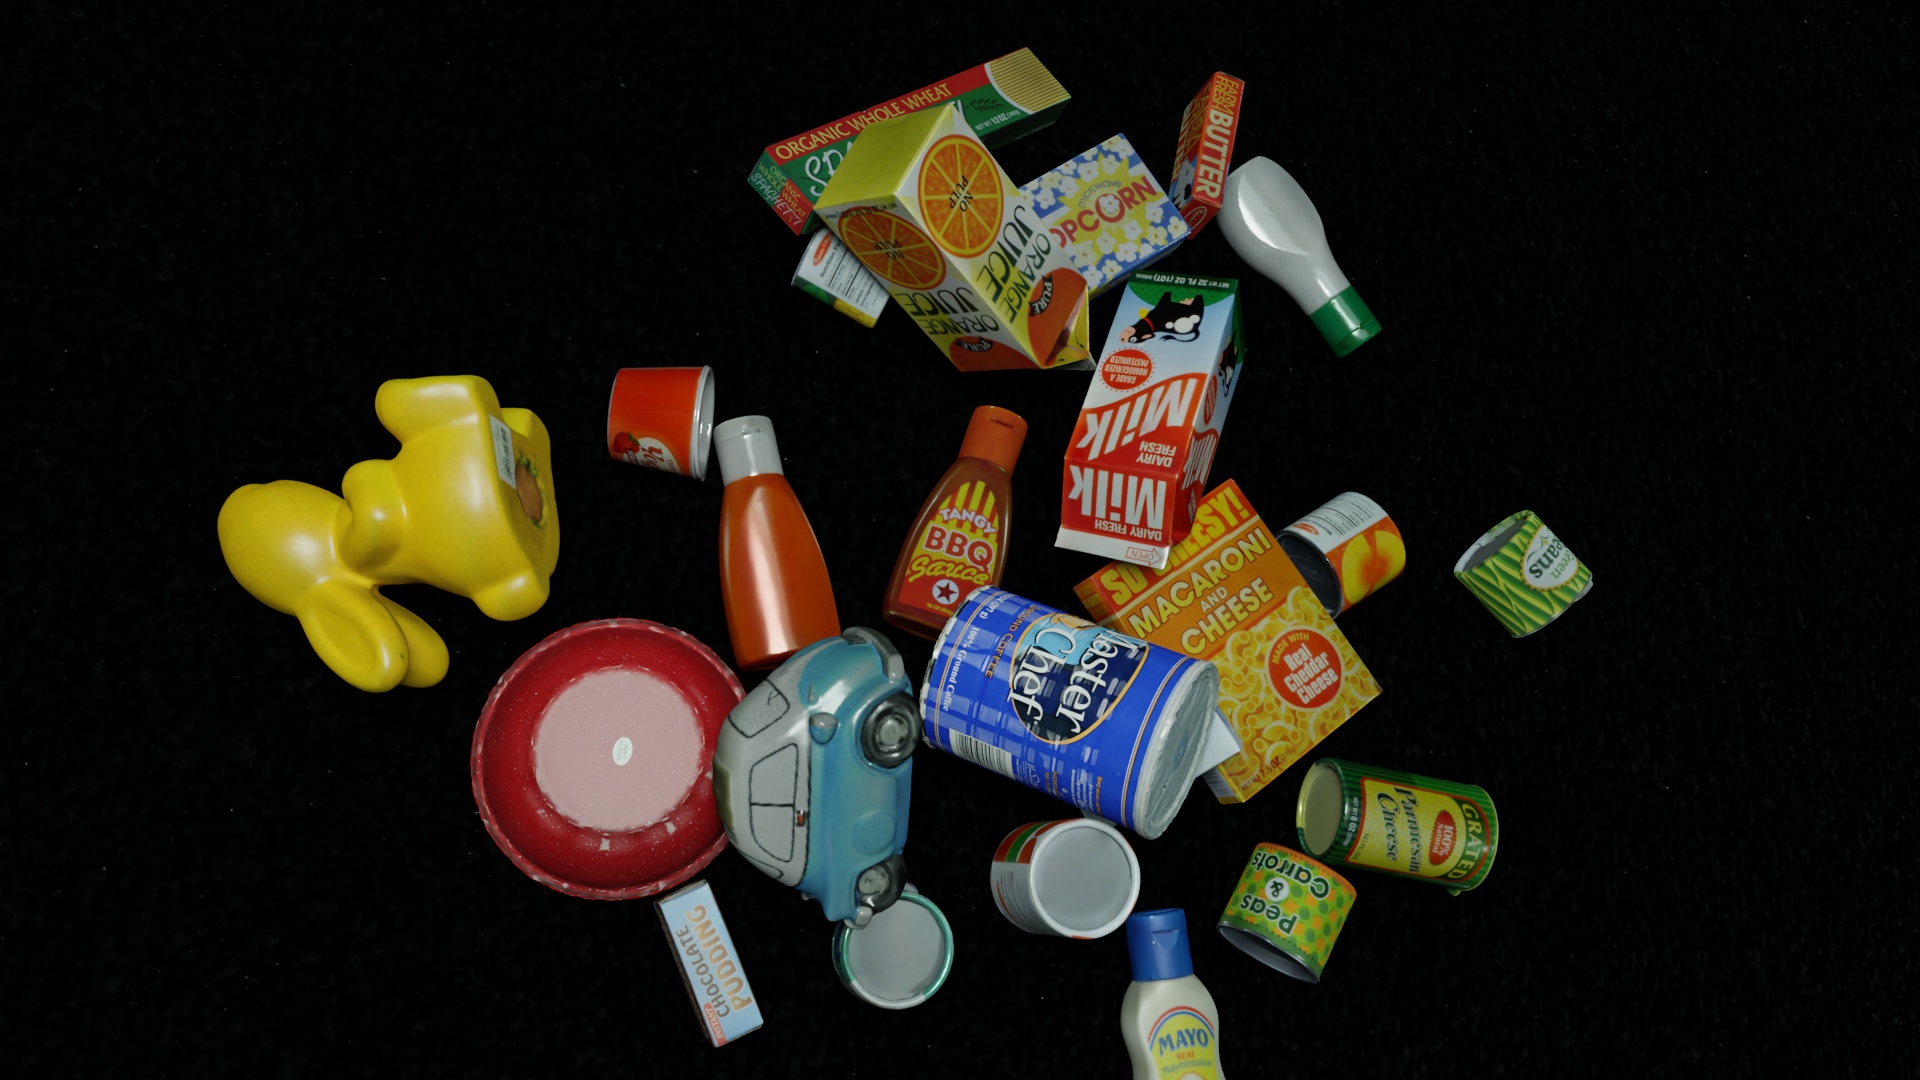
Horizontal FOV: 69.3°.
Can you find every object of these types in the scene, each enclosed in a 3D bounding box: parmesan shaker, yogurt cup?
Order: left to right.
[{"bbox_3d":[-0.177,-0.072,0.823,0.054,0.072,0.072,6,75,-4],"label":"yogurt cup"},{"bbox_3d":[0.270,0.179,0.866,0.103,0.071,0.071,12,74,-10],"label":"parmesan shaker"}]

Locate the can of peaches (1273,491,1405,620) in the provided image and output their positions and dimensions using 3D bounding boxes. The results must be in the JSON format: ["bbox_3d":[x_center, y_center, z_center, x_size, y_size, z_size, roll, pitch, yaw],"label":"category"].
[{"bbox_3d":[0.246,0.011,0.904,0.058,0.071,0.071,-30,85,-19],"label":"can of peaches"}]

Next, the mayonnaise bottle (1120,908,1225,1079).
[{"bbox_3d":[0.124,0.294,0.813,0.065,0.041,0.148,-5,78,-13],"label":"mayonnaise bottle"}]

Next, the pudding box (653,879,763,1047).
[{"bbox_3d":[-0.139,0.230,0.761,0.030,0.049,0.084,-21,82,-19],"label":"pudding box"}]

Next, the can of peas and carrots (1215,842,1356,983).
[{"bbox_3d":[0.195,0.222,0.834,0.071,0.070,0.059,33,70,-4],"label":"can of peas and carrots"}]

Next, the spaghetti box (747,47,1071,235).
[{"bbox_3d":[-0.025,-0.258,0.884,0.251,0.028,0.050,-35,81,-37],"label":"spaghetti box"}]

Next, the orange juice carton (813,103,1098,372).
[{"bbox_3d":[0.009,-0.163,0.836,0.192,0.072,0.073,45,62,-37],"label":"orange juice carton"}]

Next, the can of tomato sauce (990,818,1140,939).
[{"bbox_3d":[0.061,0.193,0.801,0.071,0.083,0.071,3,76,-13],"label":"can of tomato sauce"}]

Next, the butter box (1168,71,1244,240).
[{"bbox_3d":[0.168,-0.266,0.961,0.024,0.053,0.104,16,73,-11],"label":"butter box"}]

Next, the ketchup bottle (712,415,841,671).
[{"bbox_3d":[-0.115,0.000,0.828,0.065,0.043,0.149,-9,78,-22],"label":"ketchup bottle"}]

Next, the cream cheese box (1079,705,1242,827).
[{"bbox_3d":[0.112,0.129,0.838,0.103,0.024,0.053,-34,87,11],"label":"cream cheese box"}]

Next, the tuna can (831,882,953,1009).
[{"bbox_3d":[-0.038,0.230,0.794,0.071,0.032,0.071,3,76,-13],"label":"tuna can"}]

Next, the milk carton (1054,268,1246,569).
[{"bbox_3d":[0.119,-0.071,0.866,0.072,0.073,0.191,11,63,22],"label":"milk carton"}]

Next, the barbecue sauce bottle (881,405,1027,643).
[{"bbox_3d":[0.003,-0.011,0.861,0.065,0.043,0.149,20,72,-4],"label":"barbecue sauce bottle"}]

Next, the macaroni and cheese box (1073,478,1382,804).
[{"bbox_3d":[0.169,0.063,0.884,0.124,0.040,0.166,-33,86,-19],"label":"macaroni and cheese box"}]

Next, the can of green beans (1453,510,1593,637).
[{"bbox_3d":[0.376,0.022,0.932,0.071,0.071,0.058,-43,89,-19],"label":"can of green beans"}]

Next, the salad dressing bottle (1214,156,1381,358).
[{"bbox_3d":[0.235,-0.195,0.965,0.064,0.044,0.147,-35,87,-21],"label":"salad dressing bottle"}]

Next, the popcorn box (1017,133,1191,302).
[{"bbox_3d":[0.080,-0.207,0.933,0.127,0.038,0.085,-33,87,-19],"label":"popcorn box"}]

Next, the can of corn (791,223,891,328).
[{"bbox_3d":[-0.065,-0.176,0.876,0.058,0.071,0.071,28,71,-6],"label":"can of corn"}]
